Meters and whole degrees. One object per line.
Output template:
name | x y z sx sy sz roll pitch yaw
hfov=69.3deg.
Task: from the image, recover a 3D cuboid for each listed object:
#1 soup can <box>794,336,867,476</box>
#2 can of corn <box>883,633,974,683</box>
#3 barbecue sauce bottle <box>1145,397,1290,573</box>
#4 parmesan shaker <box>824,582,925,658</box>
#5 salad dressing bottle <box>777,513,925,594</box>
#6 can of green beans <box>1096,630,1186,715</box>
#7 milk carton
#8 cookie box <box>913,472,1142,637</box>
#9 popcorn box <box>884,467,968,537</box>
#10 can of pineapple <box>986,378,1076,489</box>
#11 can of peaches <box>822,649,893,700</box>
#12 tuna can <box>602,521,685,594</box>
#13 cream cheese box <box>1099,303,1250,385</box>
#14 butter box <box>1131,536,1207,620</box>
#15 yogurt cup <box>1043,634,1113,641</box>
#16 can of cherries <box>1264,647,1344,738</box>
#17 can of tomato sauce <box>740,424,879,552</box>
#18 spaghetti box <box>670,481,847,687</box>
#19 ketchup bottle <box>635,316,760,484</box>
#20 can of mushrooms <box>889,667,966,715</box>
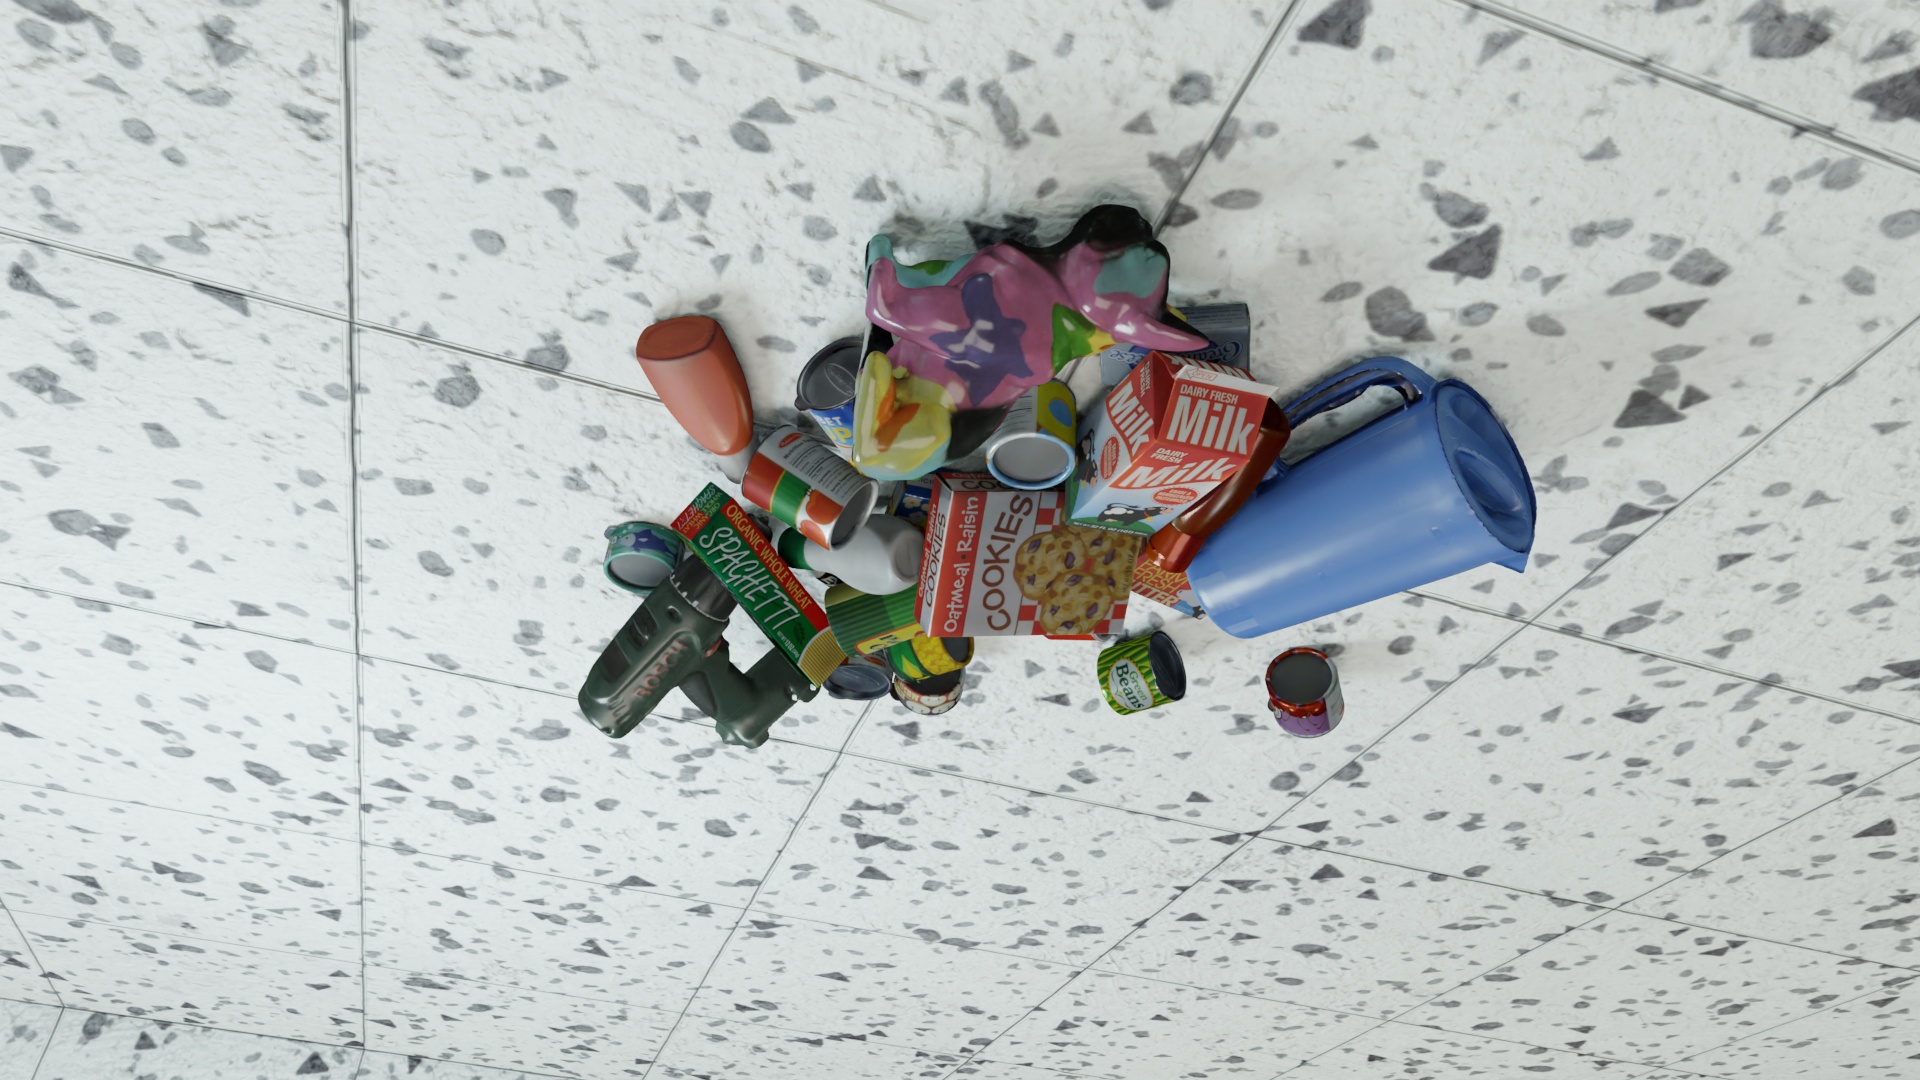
soup can | -0.071 -0.093 1.001 0.071 0.072 0.083 -12 141 20
can of corn | -0.027 0.091 1.248 0.058 0.071 0.071 -19 138 27
barbecue sauce bottle | 0.184 -0.041 1.023 0.044 0.065 0.147 8 128 -26
parmesan shaker | -0.056 0.054 1.188 0.103 0.071 0.071 -20 139 12
salad dressing bottle | -0.090 0.009 1.120 0.147 0.044 0.064 4 110 45
can of green beans | 0.166 0.123 1.276 0.057 0.071 0.071 -22 136 31
milk carton | 0.142 -0.072 0.971 0.072 0.074 0.189 9 156 -18
cookie box | 0.054 0.012 1.076 0.168 0.040 0.122 0 113 -22
popcorn box | 0.004 -0.014 1.128 0.127 0.038 0.084 12 142 -11
can of pineapple | 0.053 -0.078 1.020 0.071 0.058 0.070 2 144 2
can of peaches | -0.095 0.108 1.286 0.071 0.058 0.071 2 144 2
tuna can | -0.275 0.015 1.196 0.071 0.033 0.070 2 144 2
cream cheese box | 0.148 -0.135 0.962 0.104 0.024 0.053 -2 145 8
butter box | 0.182 0.031 1.186 0.103 0.024 0.053 22 139 -24
yogurt cup | 0.098 0.056 1.195 0.054 0.073 0.072 -10 142 30
can of cherries | 0.317 0.141 1.288 0.071 0.072 0.058 -9 142 16
can of tomato sauce | -0.113 -0.038 1.053 0.083 0.071 0.070 32 146 15
spaghetti box | -0.160 0.043 1.153 0.029 0.050 0.249 32 163 35
ketchup bottle | -0.182 -0.099 1.024 0.065 0.044 0.148 -4 143 13
can of mushrooms | -0.031 0.128 1.299 0.071 0.071 0.033 7 143 -4
